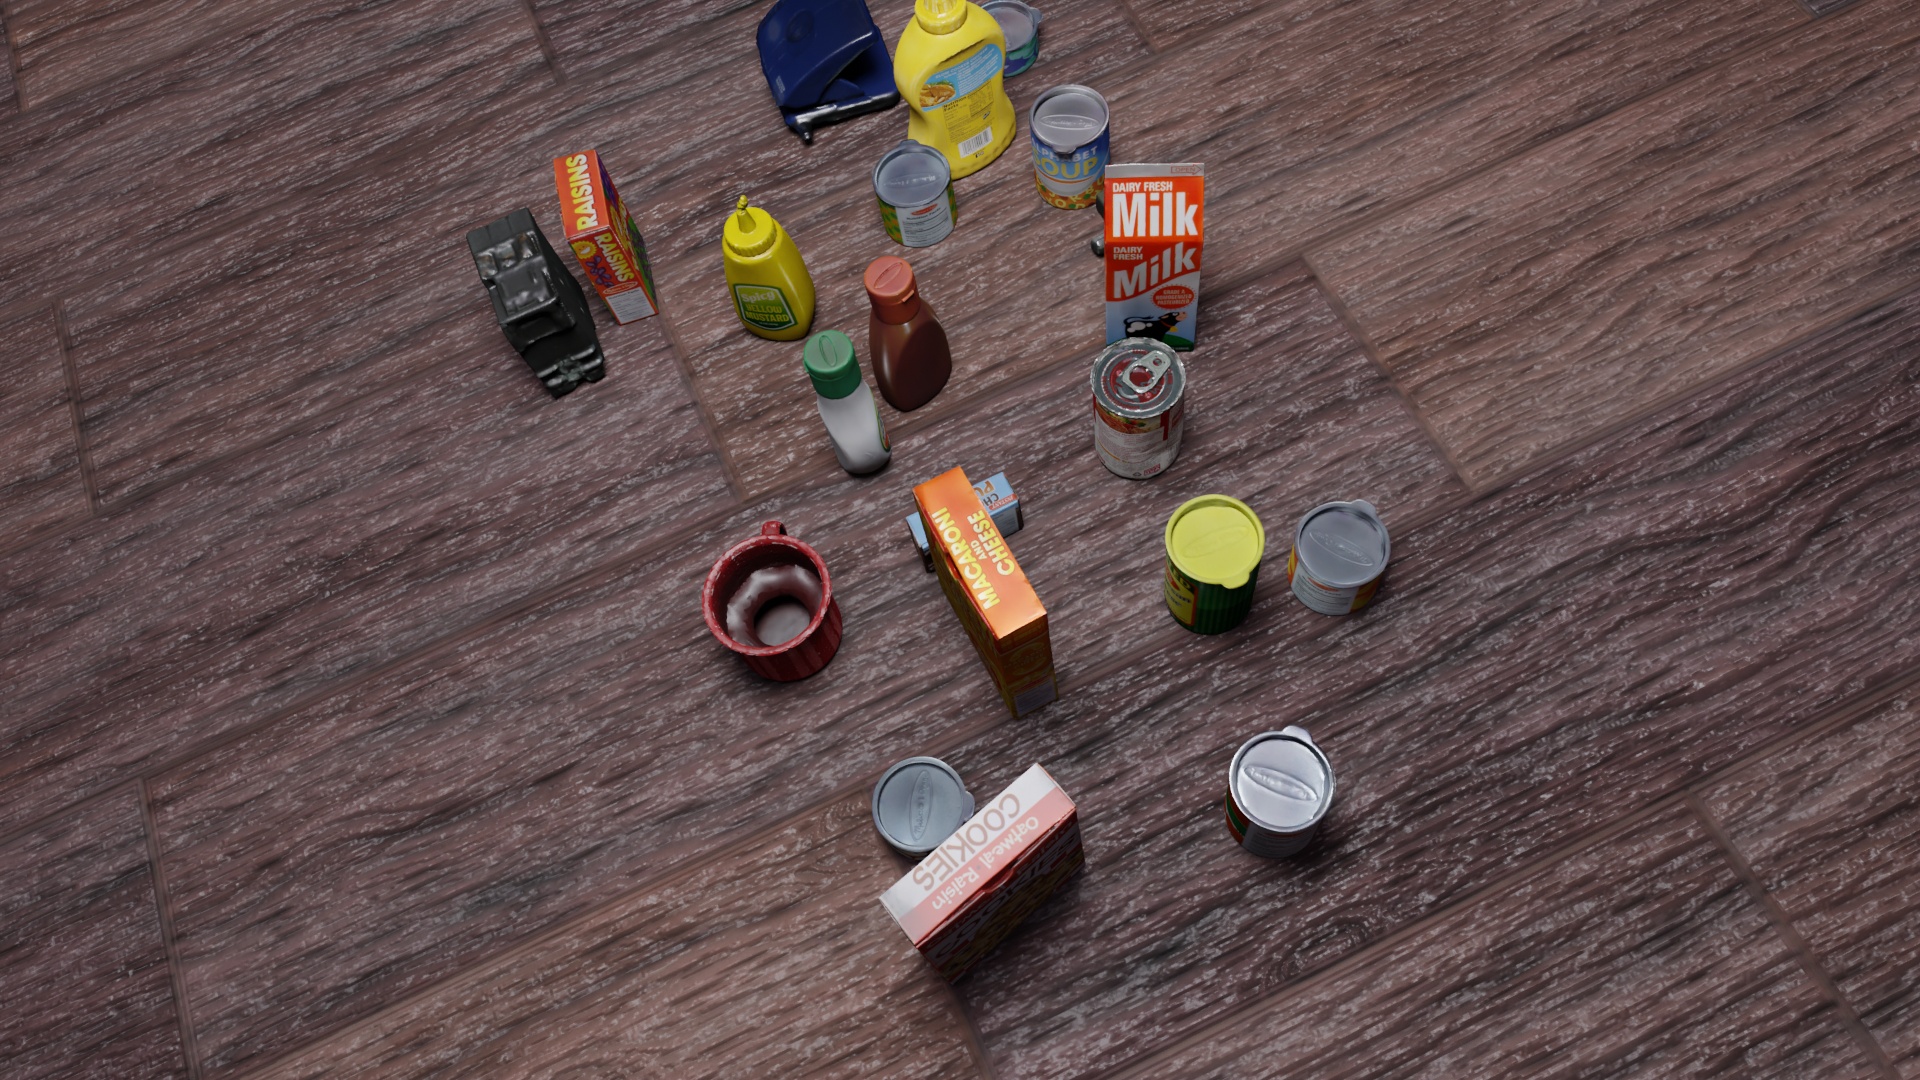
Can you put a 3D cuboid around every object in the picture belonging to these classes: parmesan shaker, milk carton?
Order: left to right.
[{"bbox_3d":[0.145,-0.223,1.051,0.072,0.189,0.074,0,65,7],"label":"milk carton"},{"bbox_3d":[0.178,0.022,0.980,0.071,0.102,0.071,-3,65,6],"label":"parmesan shaker"}]

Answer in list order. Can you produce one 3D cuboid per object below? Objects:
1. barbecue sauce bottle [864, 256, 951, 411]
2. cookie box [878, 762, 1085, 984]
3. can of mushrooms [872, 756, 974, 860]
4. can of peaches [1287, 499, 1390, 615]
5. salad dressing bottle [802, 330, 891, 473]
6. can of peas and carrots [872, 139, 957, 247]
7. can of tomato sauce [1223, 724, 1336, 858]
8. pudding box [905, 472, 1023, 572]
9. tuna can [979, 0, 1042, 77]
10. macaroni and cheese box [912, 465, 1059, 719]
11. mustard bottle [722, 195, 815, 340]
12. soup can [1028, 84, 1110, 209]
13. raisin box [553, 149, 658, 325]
[{"bbox_3d":[-0.043,-0.160,1.067,0.044,0.148,0.065,39,75,21],"label":"barbecue sauce bottle"},{"bbox_3d":[0.020,0.214,0.873,0.123,0.166,0.040,-39,67,-11],"label":"cookie box"},{"bbox_3d":[-0.024,0.187,0.965,0.071,0.033,0.071,-3,65,6],"label":"can of mushrooms"},{"bbox_3d":[0.272,0.012,0.998,0.071,0.058,0.071,-3,65,6],"label":"can of peaches"},{"bbox_3d":[-0.086,-0.103,1.046,0.044,0.147,0.064,-20,64,-2],"label":"salad dressing bottle"},{"bbox_3d":[-0.038,-0.294,1.180,0.071,0.058,0.071,-3,65,6],"label":"can of peas and carrots"},{"bbox_3d":[0.209,0.167,0.918,0.071,0.082,0.071,-3,65,6],"label":"can of tomato sauce"},{"bbox_3d":[0.004,-0.013,1.047,0.084,0.049,0.030,-26,65,-5],"label":"pudding box"},{"bbox_3d":[0.041,-0.456,1.261,0.071,0.032,0.071,-3,65,6],"label":"tuna can"},{"bbox_3d":[0.019,0.041,0.955,0.040,0.165,0.124,-27,65,-6],"label":"macaroni and cheese box"},{"bbox_3d":[-0.158,-0.218,1.102,0.065,0.159,0.049,5,66,9],"label":"mustard bottle"},{"bbox_3d":[0.092,-0.326,1.165,0.071,0.083,0.071,-3,65,6],"label":"soup can"},{"bbox_3d":[-0.294,-0.250,1.154,0.040,0.123,0.086,-16,64,0],"label":"raisin box"}]
